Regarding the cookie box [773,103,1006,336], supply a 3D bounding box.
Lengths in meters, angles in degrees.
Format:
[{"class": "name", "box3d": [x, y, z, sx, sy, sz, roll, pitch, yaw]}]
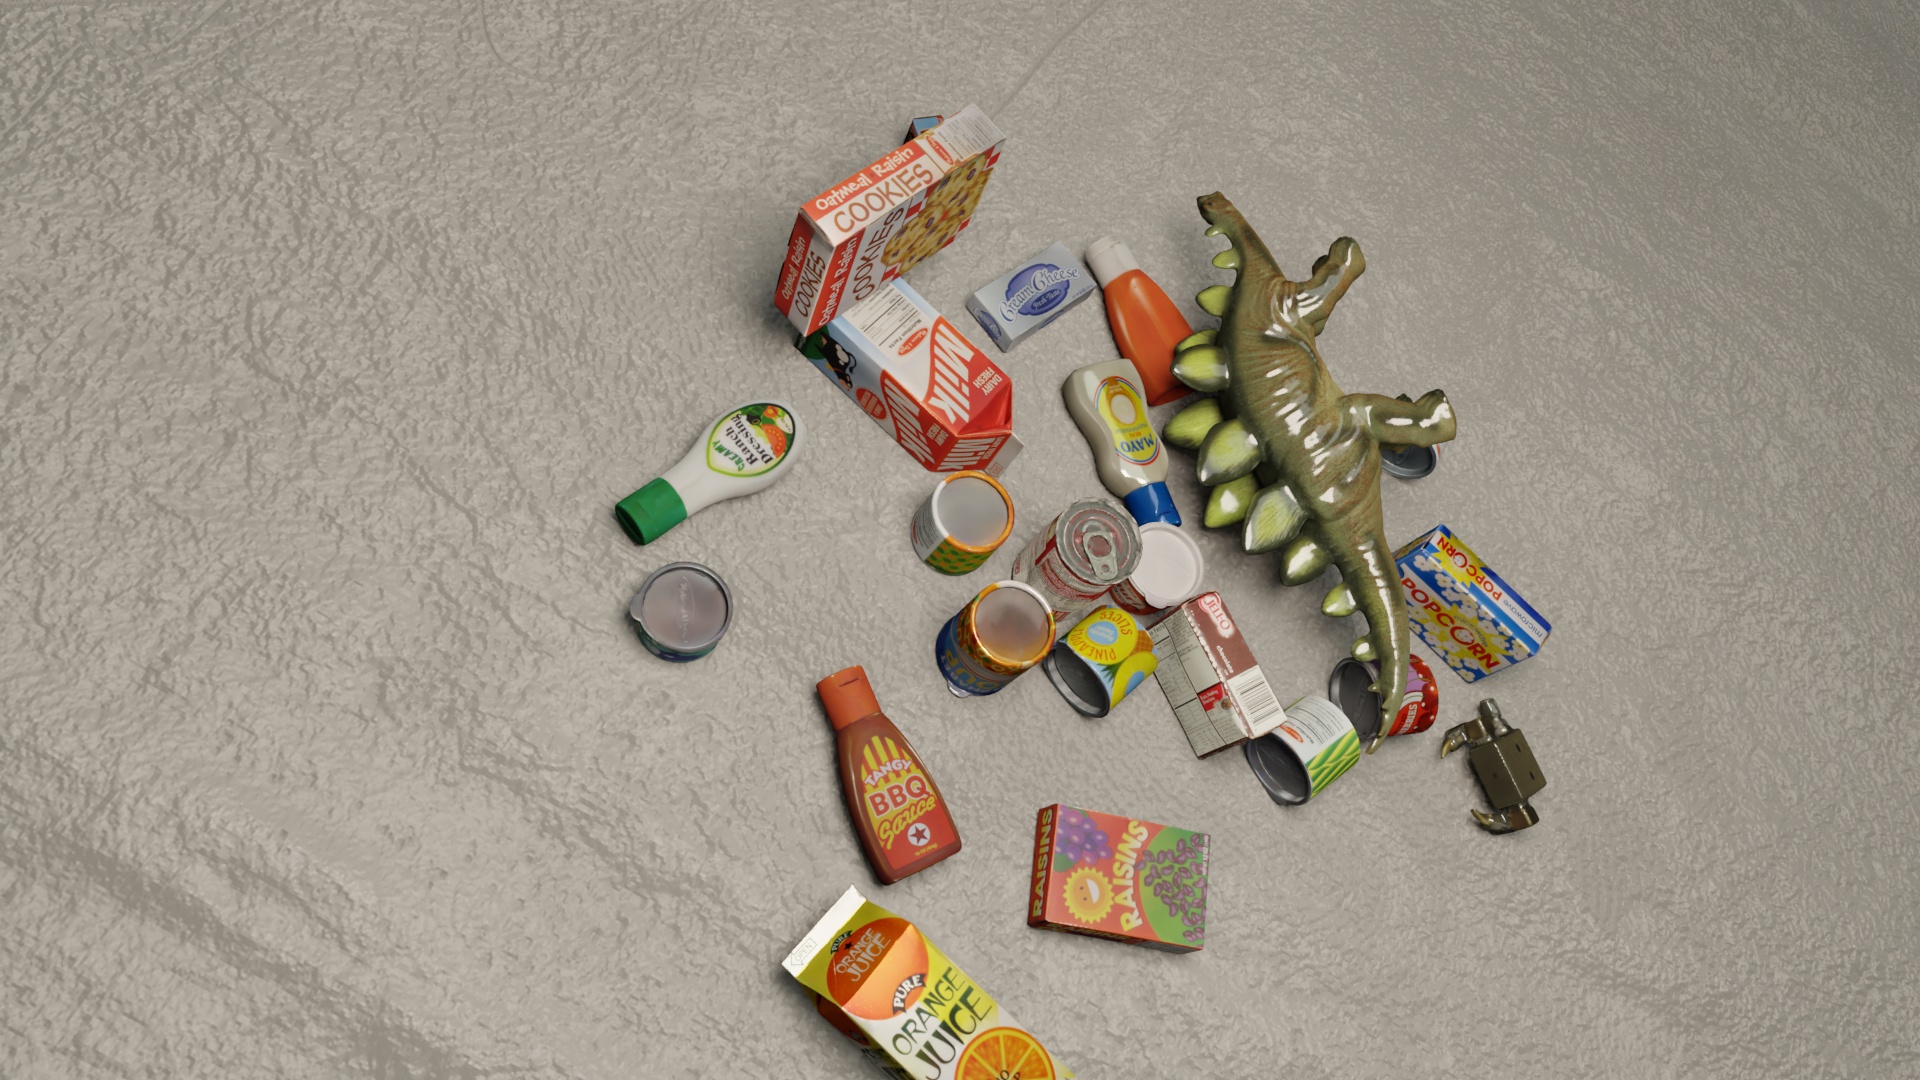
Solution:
[{"class": "cookie box", "box3d": [-0.053, -0.230, 1.002, 0.168, 0.122, 0.040, -38, 82, -26]}]

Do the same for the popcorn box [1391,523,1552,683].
[{"class": "popcorn box", "box3d": [0.411, 0.054, 1.152, 0.127, 0.085, 0.038, 44, 62, 2]}]

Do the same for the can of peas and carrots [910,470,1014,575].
[{"class": "can of peas and carrots", "box3d": [0.004, -0.013, 1.054, 0.071, 0.058, 0.071, 6, 69, -16]}]

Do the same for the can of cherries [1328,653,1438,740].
[{"class": "can of cherries", "box3d": [0.339, 0.126, 1.109, 0.058, 0.071, 0.071, -2, 71, -20]}]

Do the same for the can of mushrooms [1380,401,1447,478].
[{"class": "can of mushrooms", "box3d": [0.386, -0.089, 1.210, 0.071, 0.070, 0.033, 38, 63, -2]}]

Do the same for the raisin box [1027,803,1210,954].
[{"class": "raisin box", "box3d": [0.115, 0.244, 1.004, 0.123, 0.040, 0.086, 14, 67, -15]}]

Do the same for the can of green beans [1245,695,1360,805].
[{"class": "can of green beans", "box3d": [0.264, 0.161, 1.071, 0.058, 0.071, 0.071, -28, 81, -26]}]

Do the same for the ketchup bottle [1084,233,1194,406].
[{"class": "ketchup bottle", "box3d": [0.155, -0.190, 1.182, 0.065, 0.043, 0.149, -22, 78, -21]}]

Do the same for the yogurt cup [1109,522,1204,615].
[{"class": "yogurt cup", "box3d": [0.150, 0.026, 1.091, 0.072, 0.053, 0.072, 7, 68, -17]}]

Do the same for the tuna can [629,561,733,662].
[{"class": "tuna can", "box3d": [-0.197, 0.051, 0.976, 0.071, 0.032, 0.071, 7, 68, -16]}]

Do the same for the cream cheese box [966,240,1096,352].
[{"class": "cream cheese box", "box3d": [0.060, -0.206, 1.167, 0.104, 0.024, 0.053, -36, 83, -27]}]

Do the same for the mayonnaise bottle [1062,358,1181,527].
[{"class": "mayonnaise bottle", "box3d": [0.137, -0.074, 1.132, 0.065, 0.041, 0.148, -15, 75, -22]}]

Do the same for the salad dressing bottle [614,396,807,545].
[{"class": "salad dressing bottle", "box3d": [-0.181, -0.050, 1.014, 0.148, 0.043, 0.064, -38, 86, -27]}]

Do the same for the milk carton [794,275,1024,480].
[{"class": "milk carton", "box3d": [-0.031, -0.124, 1.078, 0.190, 0.072, 0.074, 42, 63, 2]}]

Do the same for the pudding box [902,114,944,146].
[{"class": "pudding box", "box3d": [-0.020, -0.307, 1.165, 0.030, 0.049, 0.084, -14, 75, -21]}]

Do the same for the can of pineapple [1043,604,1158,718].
[{"class": "can of pineapple", "box3d": [0.106, 0.089, 1.044, 0.058, 0.070, 0.071, -37, 85, -27]}]

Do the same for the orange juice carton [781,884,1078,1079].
[{"class": "orange juice carton", "box3d": [-0.024, 0.316, 0.910, 0.193, 0.072, 0.072, 43, 63, 1]}]

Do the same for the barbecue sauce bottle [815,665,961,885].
[{"class": "barbecue sauce bottle", "box3d": [-0.056, 0.162, 0.975, 0.065, 0.043, 0.149, -20, 77, -23]}]

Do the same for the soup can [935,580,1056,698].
[{"class": "soup can", "box3d": [0.024, 0.074, 1.014, 0.071, 0.083, 0.071, 6, 69, -16]}]
